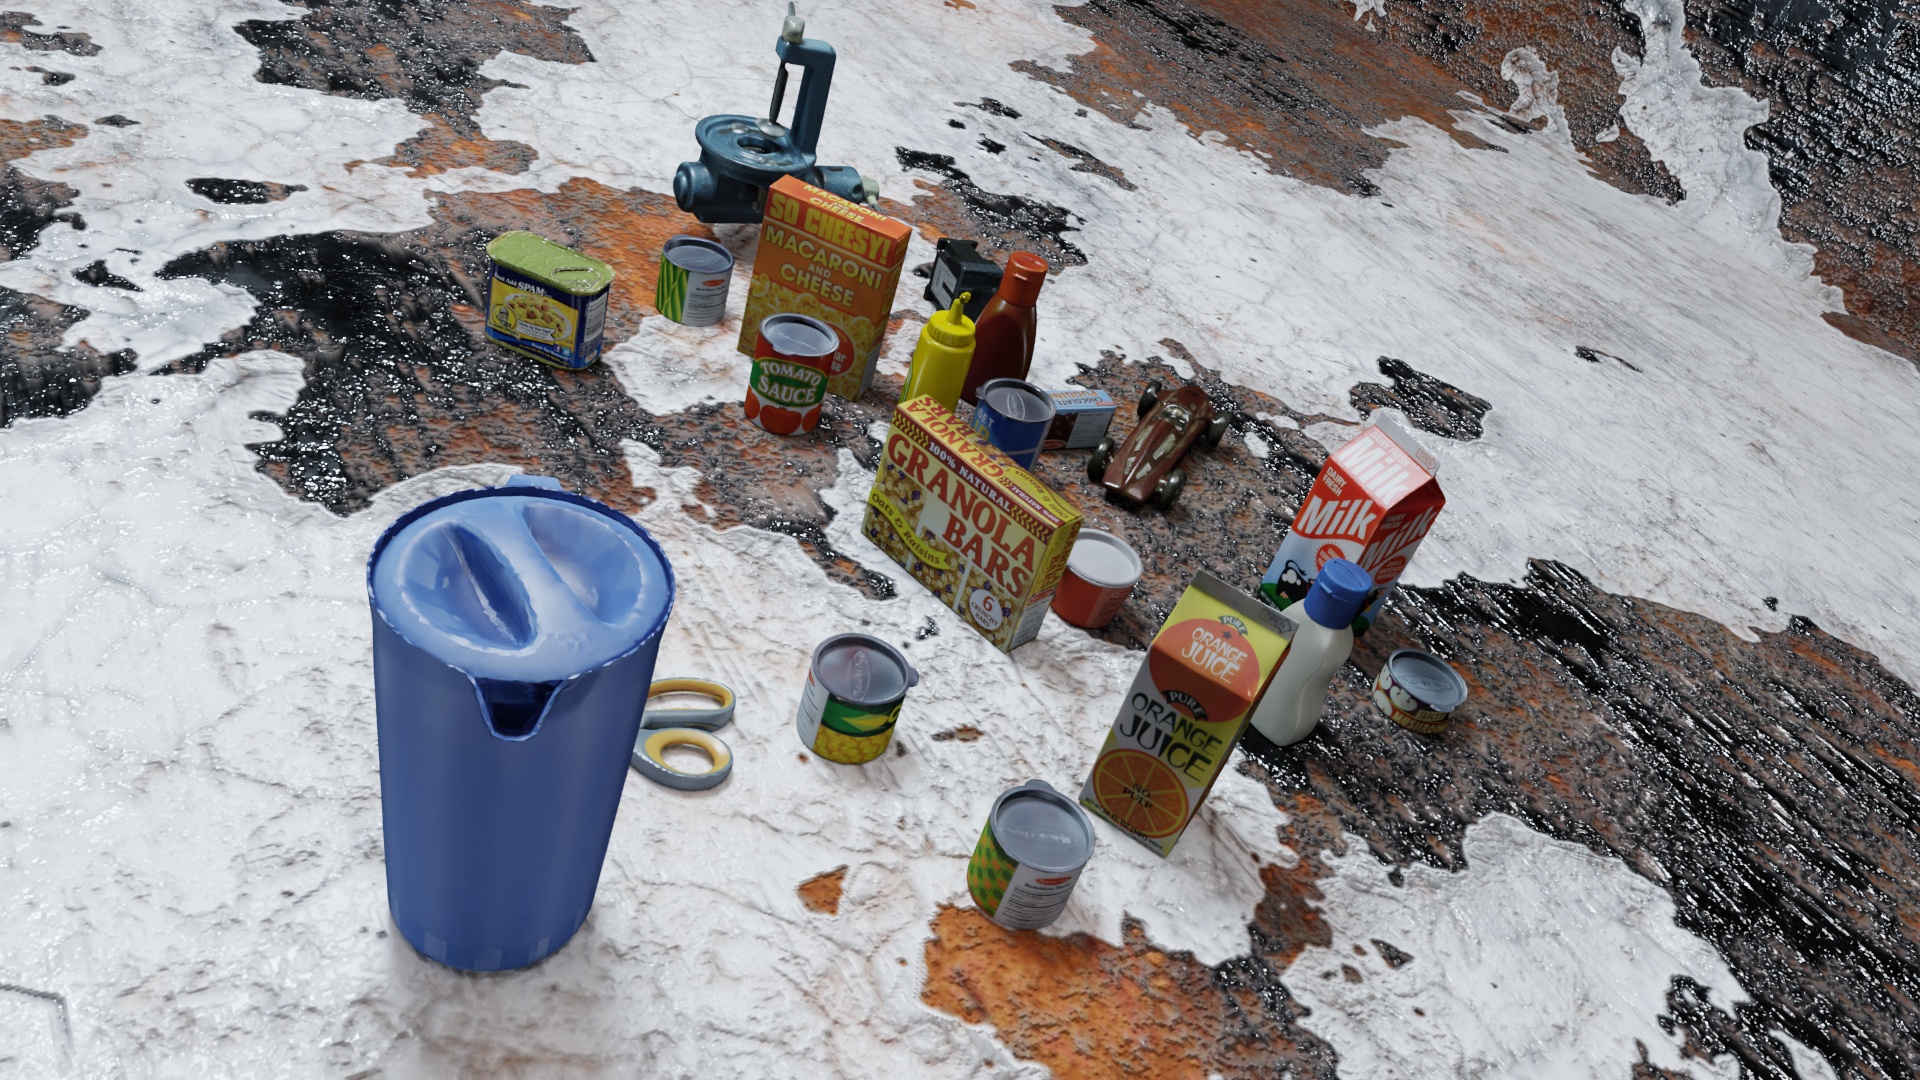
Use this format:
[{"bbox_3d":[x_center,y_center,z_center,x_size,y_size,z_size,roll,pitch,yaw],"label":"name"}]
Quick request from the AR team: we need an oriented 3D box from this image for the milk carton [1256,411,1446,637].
[{"bbox_3d":[0.322,-0.008,1.126,0.074,0.189,0.072,-8,44,-32],"label":"milk carton"}]

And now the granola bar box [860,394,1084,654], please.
[{"bbox_3d":[0.004,-0.013,1.045,0.166,0.123,0.039,39,40,26],"label":"granola bar box"}]

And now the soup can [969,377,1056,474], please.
[{"bbox_3d":[0.036,-0.088,1.192,0.071,0.083,0.072,12,36,-9],"label":"soup can"}]

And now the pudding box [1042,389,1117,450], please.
[{"bbox_3d":[0.098,-0.111,1.279,0.084,0.049,0.030,-5,42,-29],"label":"pudding box"}]

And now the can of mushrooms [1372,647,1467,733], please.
[{"bbox_3d":[0.366,0.122,1.109,0.071,0.033,0.071,12,36,-9],"label":"can of mushrooms"}]

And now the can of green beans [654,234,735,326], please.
[{"bbox_3d":[-0.246,-0.239,1.285,0.071,0.057,0.071,12,36,-9],"label":"can of green beans"}]

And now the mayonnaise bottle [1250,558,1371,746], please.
[{"bbox_3d":[0.253,0.080,1.015,0.041,0.147,0.065,-10,45,-34],"label":"mayonnaise bottle"}]

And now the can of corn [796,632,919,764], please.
[{"bbox_3d":[-0.069,0.105,0.914,0.071,0.058,0.071,12,36,-9],"label":"can of corn"}]

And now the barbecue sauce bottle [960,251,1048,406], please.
[{"bbox_3d":[0.041,-0.191,1.274,0.065,0.147,0.044,23,36,6],"label":"barbecue sauce bottle"}]

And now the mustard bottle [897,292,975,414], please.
[{"bbox_3d":[-0.019,-0.143,1.174,0.049,0.159,0.066,14,36,-7],"label":"mustard bottle"}]

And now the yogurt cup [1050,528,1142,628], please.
[{"bbox_3d":[0.103,0.032,1.090,0.072,0.053,0.073,12,36,-9],"label":"yogurt cup"}]

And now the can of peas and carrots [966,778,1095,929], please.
[{"bbox_3d":[0.042,0.192,0.849,0.071,0.058,0.071,12,36,-9],"label":"can of peas and carrots"}]

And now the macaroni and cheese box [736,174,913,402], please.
[{"bbox_3d":[-0.122,-0.221,1.224,0.124,0.165,0.040,24,36,7],"label":"macaroni and cheese box"}]

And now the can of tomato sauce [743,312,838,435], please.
[{"bbox_3d":[-0.145,-0.140,1.178,0.071,0.082,0.071,12,36,-9],"label":"can of tomato sauce"}]

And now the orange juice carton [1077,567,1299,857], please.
[{"bbox_3d":[0.149,0.106,0.896,0.072,0.191,0.073,31,37,16],"label":"orange juice carton"}]
